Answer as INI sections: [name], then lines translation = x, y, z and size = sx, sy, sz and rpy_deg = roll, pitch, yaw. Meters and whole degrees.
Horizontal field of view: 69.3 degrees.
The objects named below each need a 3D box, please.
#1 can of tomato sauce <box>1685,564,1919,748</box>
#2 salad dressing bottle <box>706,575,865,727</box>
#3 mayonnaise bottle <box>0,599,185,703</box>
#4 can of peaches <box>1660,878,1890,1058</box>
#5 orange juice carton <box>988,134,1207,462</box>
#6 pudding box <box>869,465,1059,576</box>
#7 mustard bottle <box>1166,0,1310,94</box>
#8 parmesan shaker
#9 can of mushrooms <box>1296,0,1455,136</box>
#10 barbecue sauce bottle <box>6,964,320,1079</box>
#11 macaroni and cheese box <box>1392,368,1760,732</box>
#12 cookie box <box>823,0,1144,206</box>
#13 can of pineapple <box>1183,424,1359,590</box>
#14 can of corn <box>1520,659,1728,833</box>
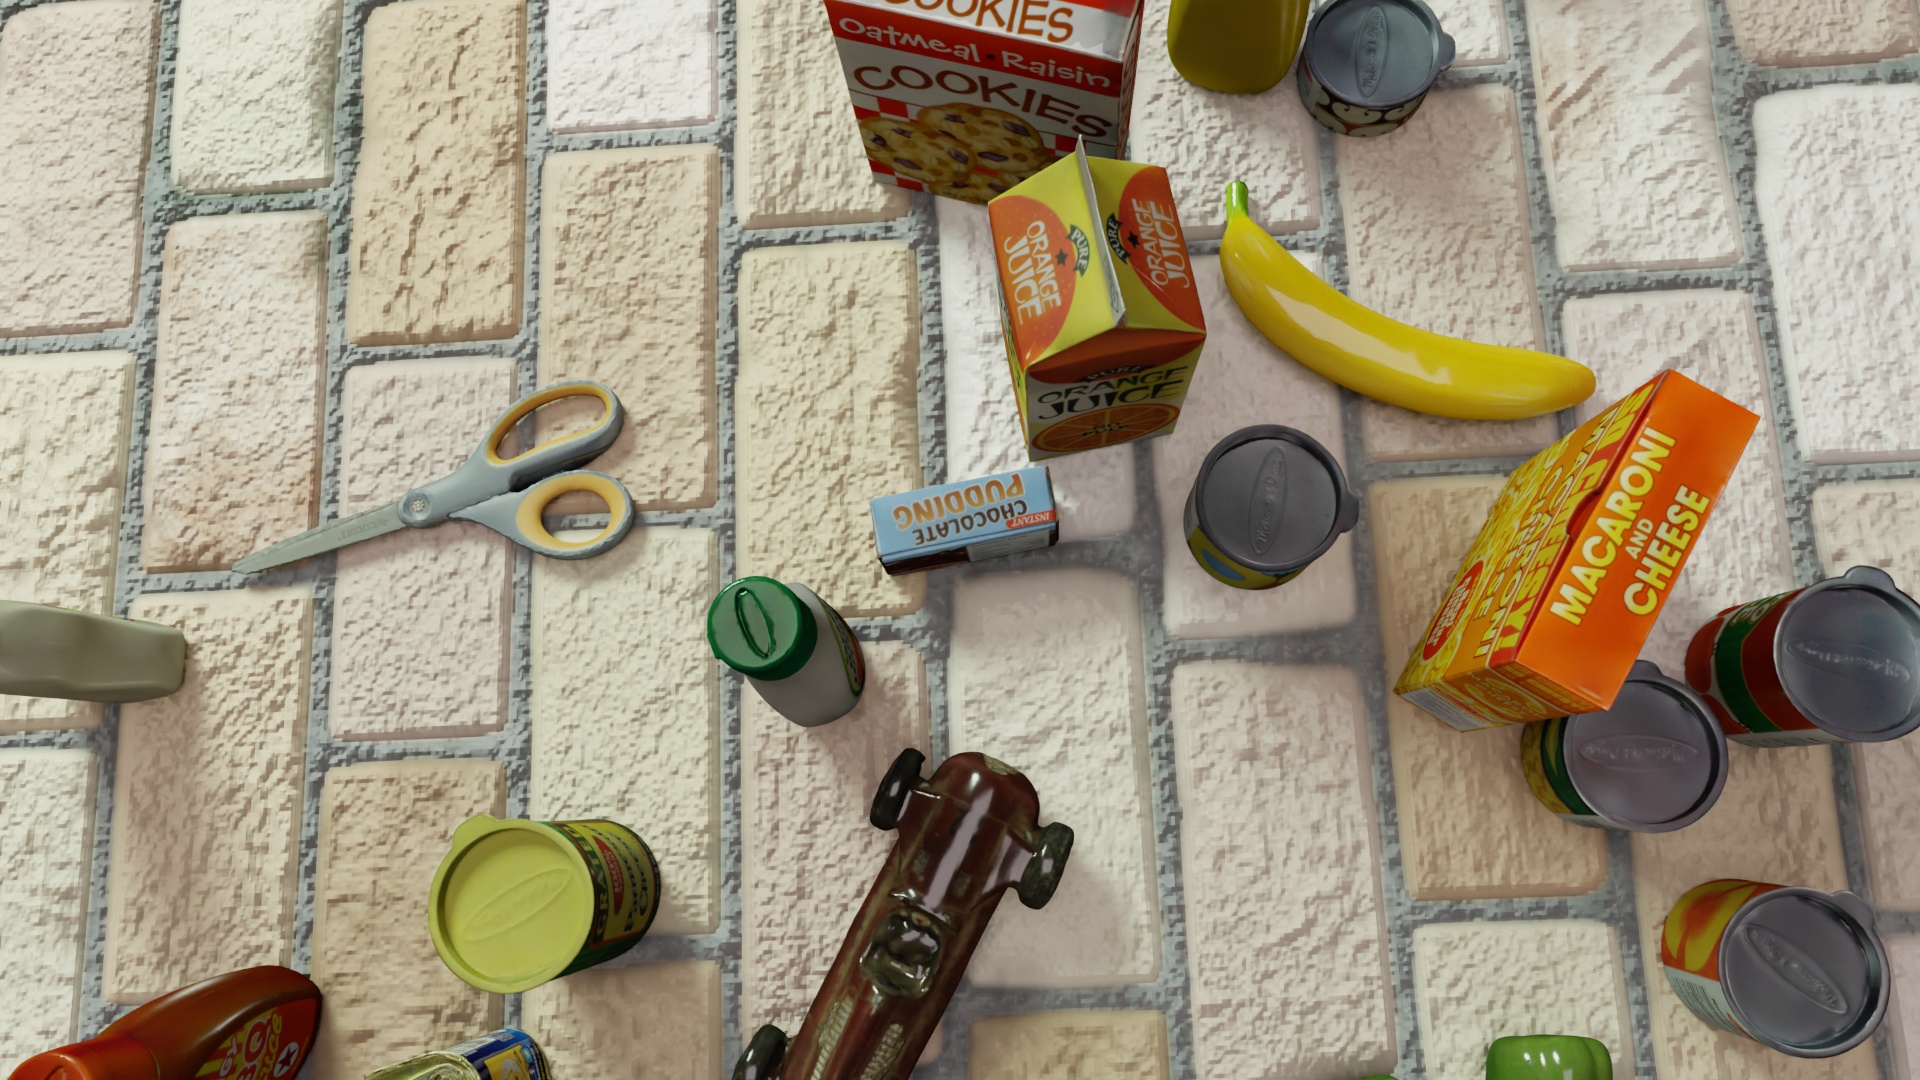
[can of tomato sauce]
translation = 0.358, 0.052, 0.590
size = 0.071, 0.083, 0.071
rpy_deg = -1, 79, 3
[salad dressing bottle]
translation = -0.072, 0.044, 0.584
size = 0.044, 0.147, 0.064
rpy_deg = -23, 79, -1
[mayonnaise bottle]
translation = -0.408, 0.046, 0.603
size = 0.065, 0.148, 0.041
rpy_deg = -1, 79, 3
[can of peaches]
translation = 0.339, 0.175, 0.579
size = 0.071, 0.058, 0.071
rpy_deg = -1, 79, 3
[orange juice carton]
translation = 0.055, -0.095, 0.581
size = 0.073, 0.192, 0.072
rpy_deg = -11, 79, 1
[pudding box]
translation = 0.002, -0.008, 0.640
size = 0.084, 0.049, 0.030
rpy_deg = -11, 79, 1
[mustard bottle]
translation = 0.130, -0.259, 0.625
size = 0.065, 0.160, 0.049
rpy_deg = 14, 81, 6
[parmesan shaker]
translation = -0.174, 0.149, 0.592
size = 0.071, 0.103, 0.071
rpy_deg = -1, 79, 3
[can of mushrooms]
translation = 0.202, -0.234, 0.680
size = 0.071, 0.033, 0.071
rpy_deg = -1, 79, 3
[barbecue sauce bottle]
translation = -0.321, 0.213, 0.565
size = 0.044, 0.148, 0.065
rpy_deg = 20, 81, 7
[macaroni and cheese box]
translation = 0.239, 0.013, 0.562
size = 0.040, 0.166, 0.124
rpy_deg = 30, 83, 8
[cookie box]
translation = 0.014, -0.200, 0.617
size = 0.123, 0.167, 0.040
rpy_deg = 14, 81, 6
[can of pineapple]
translation = 0.138, -0.013, 0.628
size = 0.071, 0.057, 0.071
rpy_deg = -1, 79, 3
[can of corn]
translation = 0.284, 0.089, 0.599
size = 0.071, 0.058, 0.071
rpy_deg = -1, 79, 3
